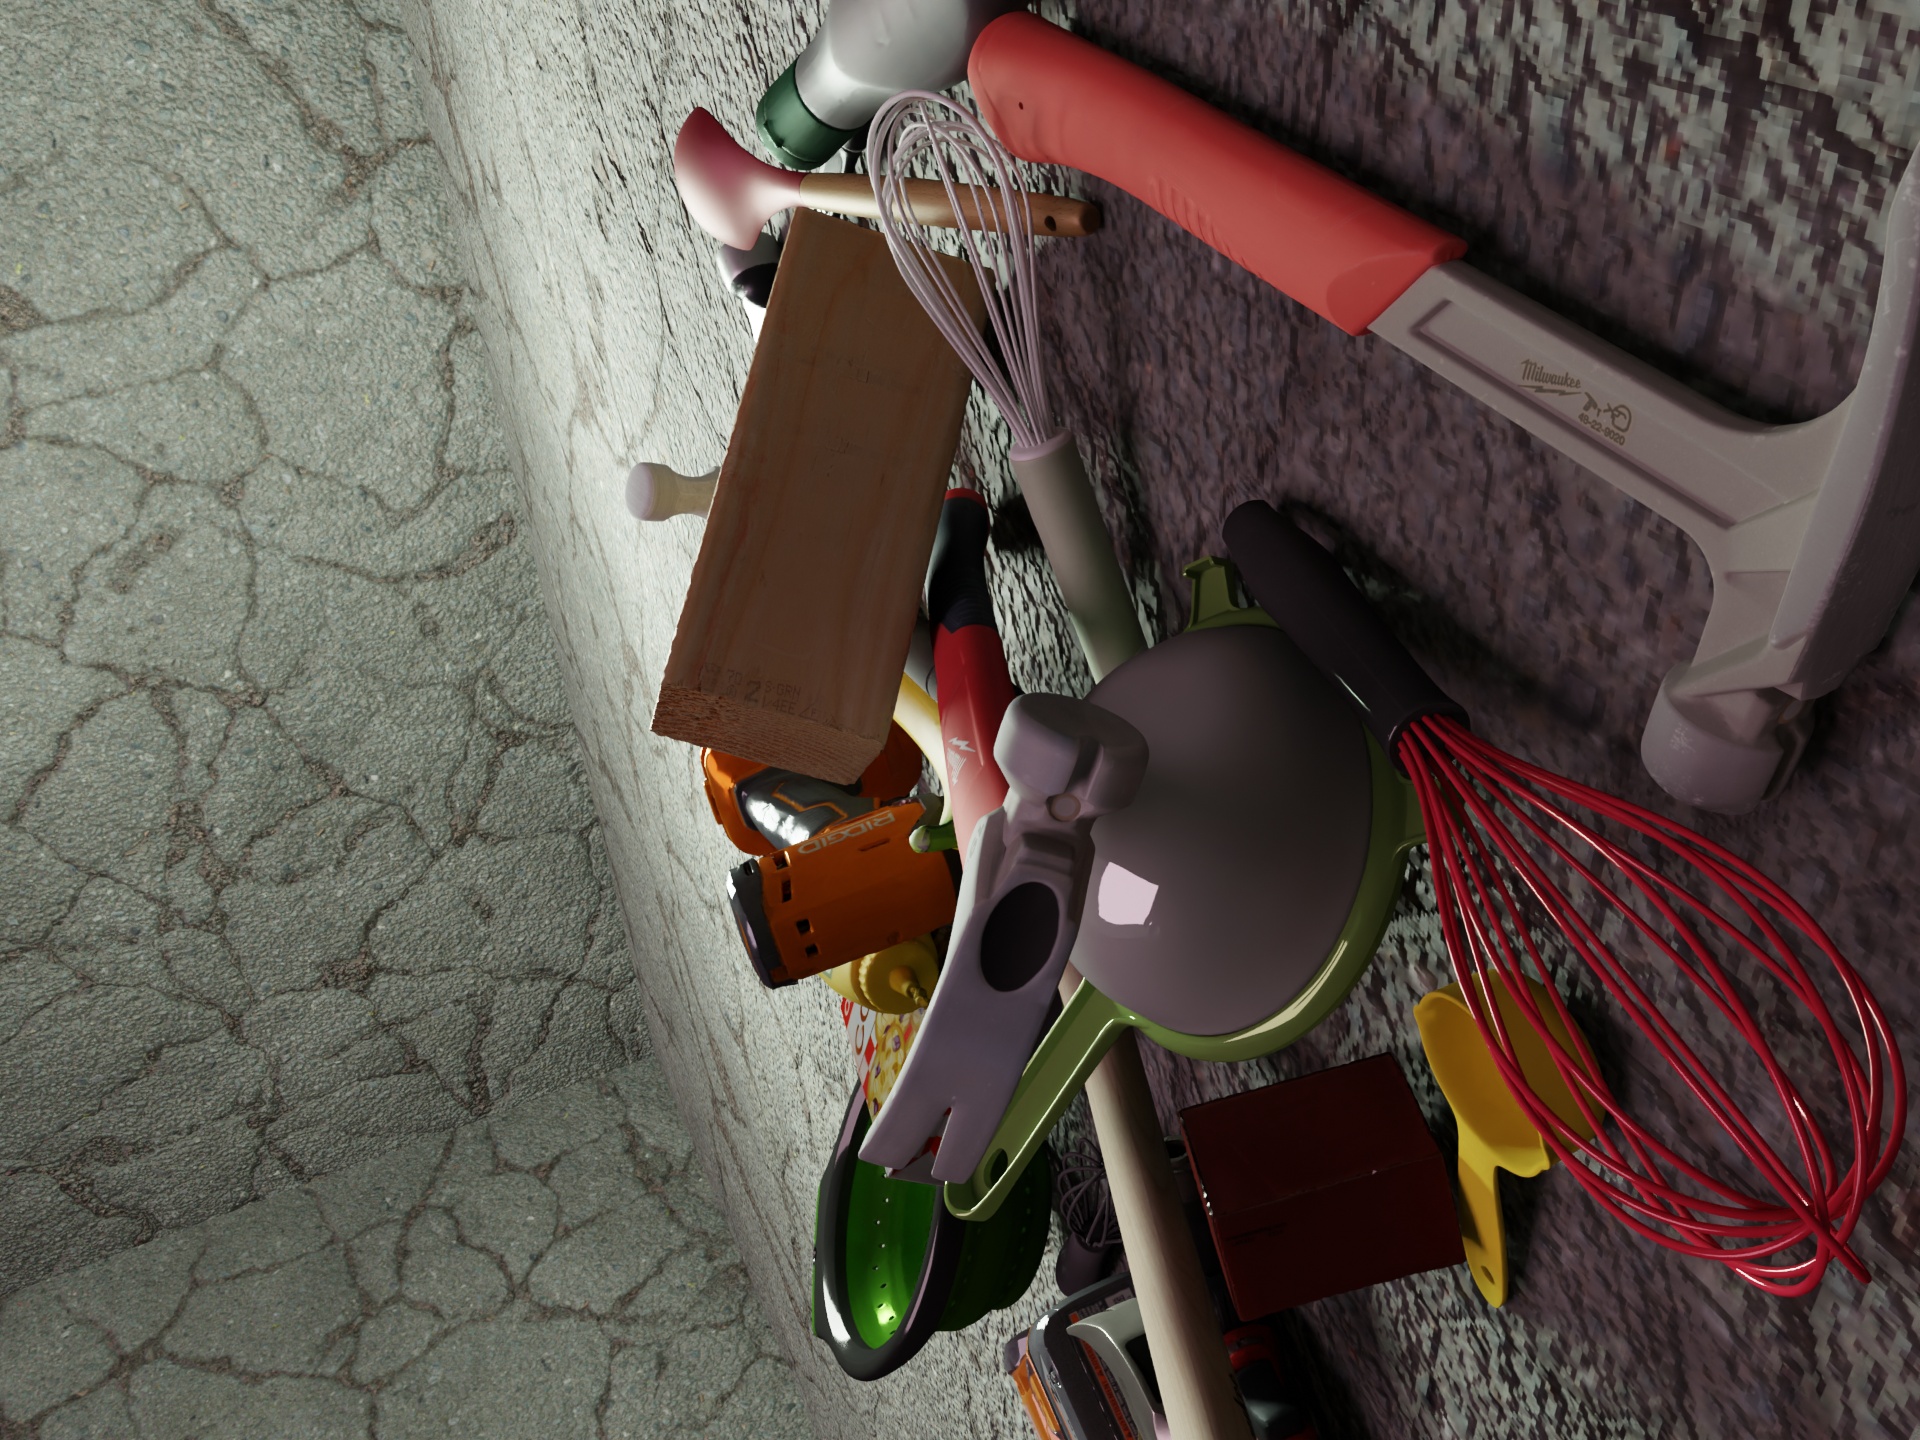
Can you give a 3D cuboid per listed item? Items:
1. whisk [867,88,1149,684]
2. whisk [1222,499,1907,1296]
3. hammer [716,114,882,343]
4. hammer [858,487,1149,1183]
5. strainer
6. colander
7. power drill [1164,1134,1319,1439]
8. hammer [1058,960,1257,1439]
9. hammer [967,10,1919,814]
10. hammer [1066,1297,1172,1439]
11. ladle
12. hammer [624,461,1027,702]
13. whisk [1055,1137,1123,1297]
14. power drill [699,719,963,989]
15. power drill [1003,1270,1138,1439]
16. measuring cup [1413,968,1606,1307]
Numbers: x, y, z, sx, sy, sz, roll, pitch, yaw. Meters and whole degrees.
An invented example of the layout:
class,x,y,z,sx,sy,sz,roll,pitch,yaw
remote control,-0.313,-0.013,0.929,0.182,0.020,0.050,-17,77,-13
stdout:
class,x,y,z,sx,sy,sz,roll,pitch,yaw
whisk,0.026,-0.108,0.581,0.059,0.058,0.246,3,127,42
whisk,0.126,0.015,0.397,0.296,0.073,0.073,-112,14,-54
hammer,-0.054,-0.262,0.736,0.149,0.036,0.409,68,161,11
hammer,-0.001,-0.002,0.586,0.387,0.038,0.143,-99,26,-68
strainer,0.040,0.073,0.528,0.256,0.069,0.152,-60,36,22
colander,0.026,0.244,0.896,0.397,0.094,0.205,125,152,-46
power drill,0.137,0.287,0.634,0.227,0.080,0.187,-148,44,-67
hammer,0.068,0.174,0.580,0.411,0.038,0.146,-103,-8,-55
hammer,0.096,-0.136,0.421,0.359,0.036,0.149,-127,27,-44
hammer,0.093,0.373,0.693,0.130,0.031,0.331,-123,20,-51
ladle,-0.048,-0.224,0.680,0.316,0.031,0.069,27,142,48
hammer,-0.026,-0.039,0.745,0.331,0.128,0.033,41,121,38
whisk,0.071,0.272,0.853,0.238,0.055,0.055,94,152,-57
power drill,-0.049,0.046,0.832,0.227,0.164,0.084,-129,21,-65
power drill,0.092,0.403,0.860,0.226,0.084,0.185,98,149,-61
measuring cup,0.170,0.134,0.488,0.062,0.029,0.156,55,167,48
